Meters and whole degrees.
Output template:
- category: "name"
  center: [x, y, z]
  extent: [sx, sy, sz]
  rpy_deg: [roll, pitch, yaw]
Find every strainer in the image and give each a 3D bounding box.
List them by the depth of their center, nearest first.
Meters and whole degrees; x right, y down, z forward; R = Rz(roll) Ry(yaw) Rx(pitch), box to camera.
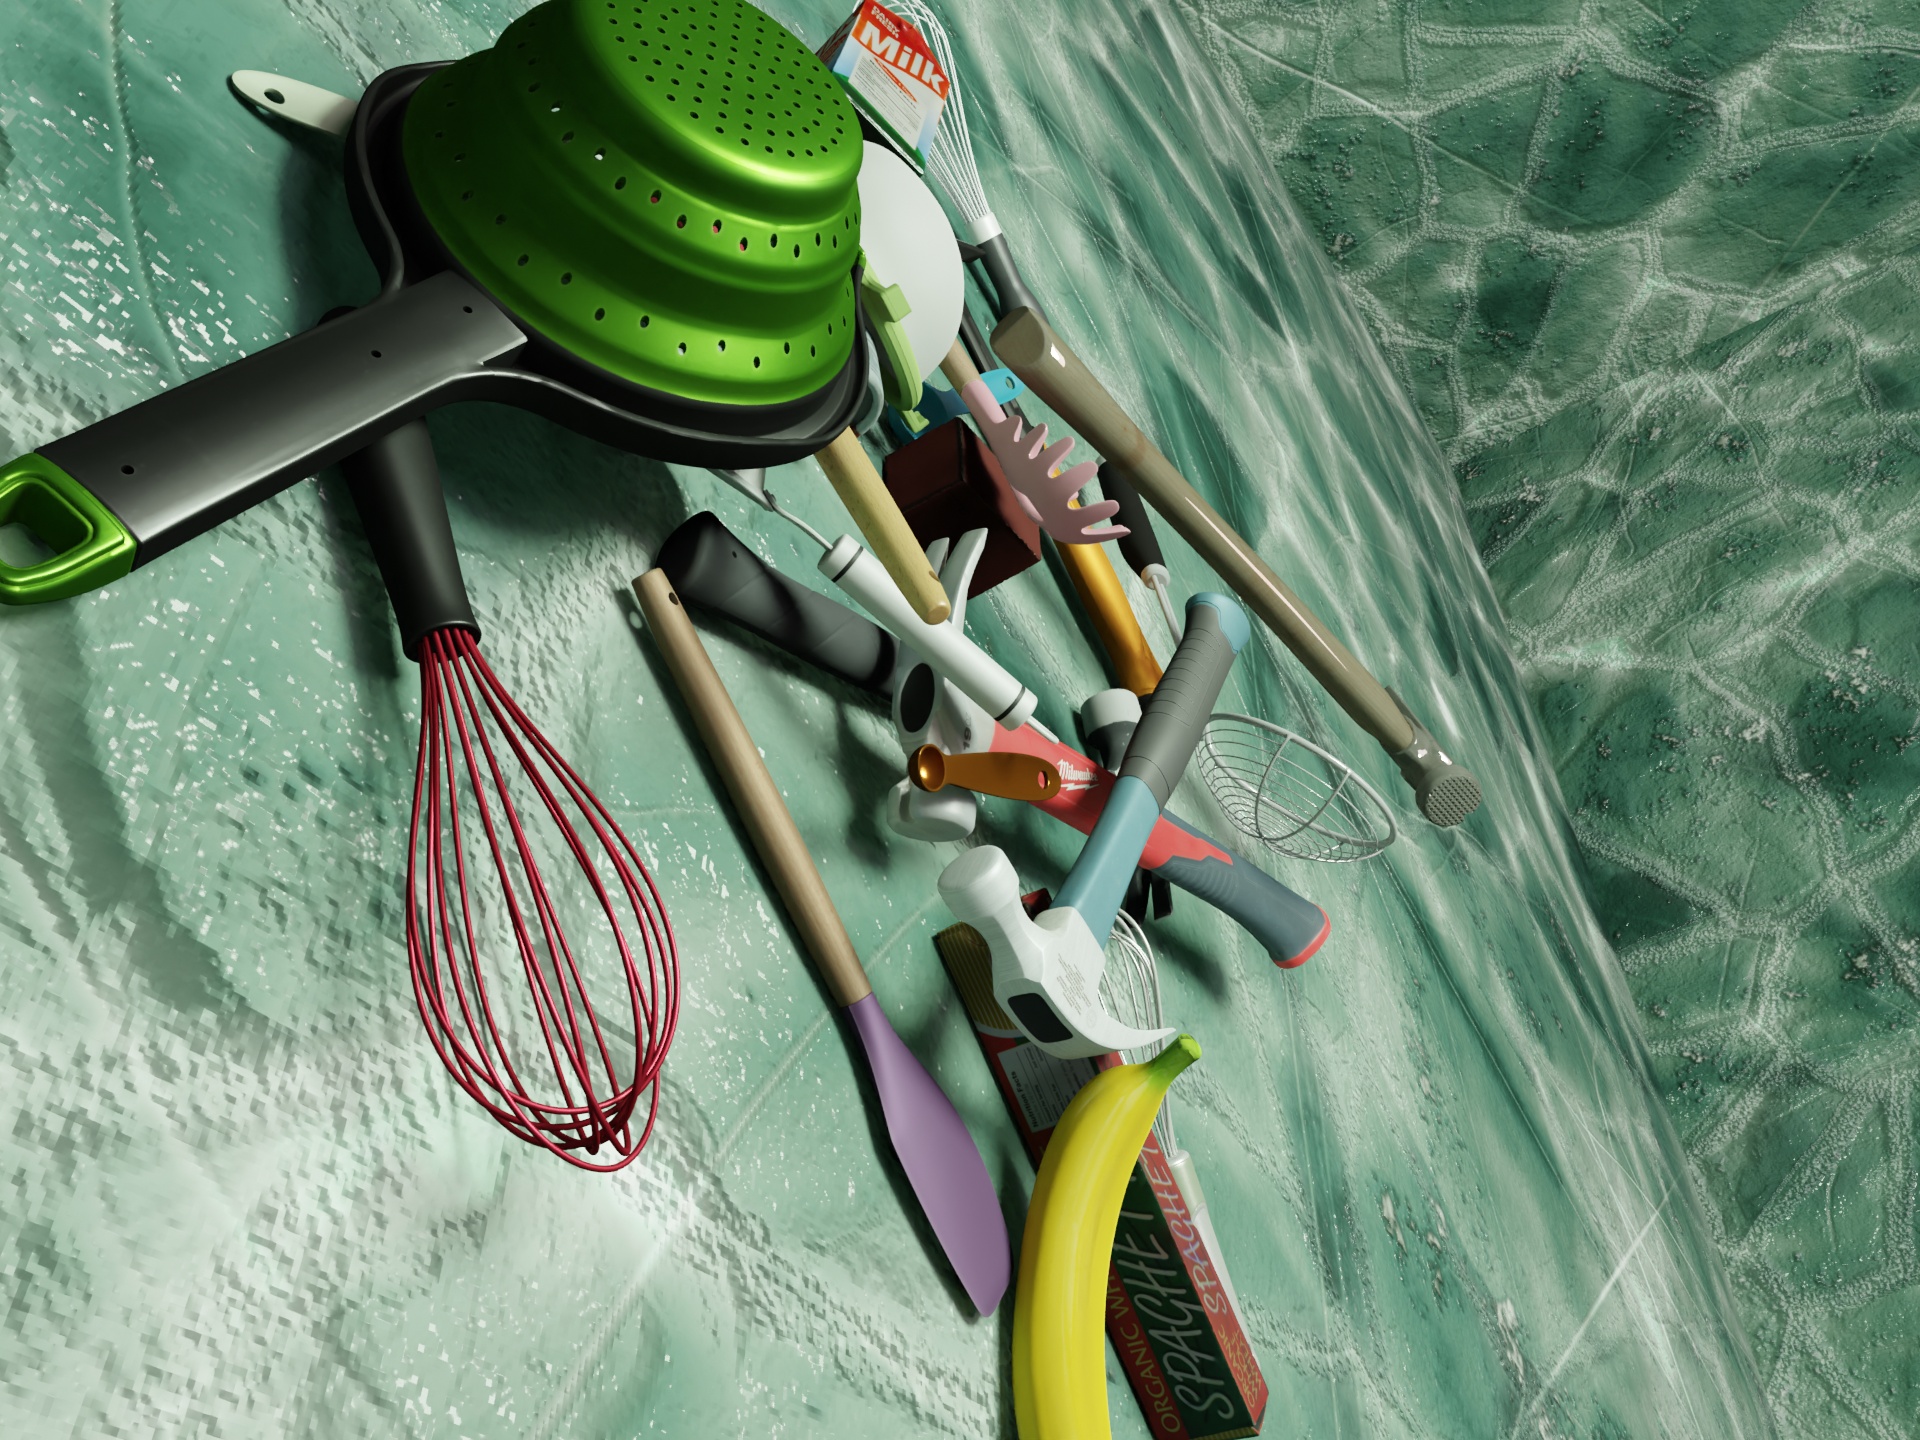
- category: "strainer"
  center: [-0.054, -0.073, 0.647]
  extent: [0.258, 0.050, 0.087]
  rpy_deg: [40, -1, -13]
- category: "strainer"
  center: [-0.069, -0.281, 0.816]
  extent: [0.256, 0.069, 0.151]
  rpy_deg: [57, -4, 12]

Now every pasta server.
- category: "pasta server"
  center: [0.003, -0.200, 0.872]
  extent: [0.317, 0.040, 0.060]
  rpy_deg: [62, 4, 36]

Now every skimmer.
- category: "skimmer"
  center: [0.166, -0.060, 1.003]
  extent: [0.127, 0.090, 0.364]
  rpy_deg: [51, 19, -47]

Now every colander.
- category: "colander"
  center: [-0.135, -0.154, 0.501]
  extent: [0.204, 0.094, 0.397]
  rpy_deg: [42, 40, -2]

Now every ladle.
- category: "ladle"
  center: [-0.073, -0.144, 0.654]
  extent: [0.069, 0.031, 0.316]
  rpy_deg: [30, 23, -49]

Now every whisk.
- category: "whisk"
  center: [-0.149, -0.006, 0.475]
  extent: [0.073, 0.073, 0.296]
  rpy_deg: [14, 48, -59]
- category: "whisk"
  center: [0.097, 0.205, 0.770]
  extent: [0.057, 0.059, 0.246]
  rpy_deg: [-14, 84, -53]
- category: "whisk"
  center: [0.002, -0.372, 1.106]
  extent: [0.284, 0.070, 0.070]
  rpy_deg: [62, 24, -17]

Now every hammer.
- category: "hammer"
  center: [0.086, 0.029, 0.747]
  extent: [0.128, 0.033, 0.331]
  rpy_deg: [60, 35, -19]
- category: "hammer"
  center: [-0.001, -0.003, 0.783]
  extent: [0.408, 0.036, 0.149]
  rpy_deg: [28, 44, -51]
- category: "hammer"
  center: [0.096, 0.043, 0.829]
  extent: [0.385, 0.038, 0.143]
  rpy_deg: [31, 58, -47]
- category: "hammer"
  center: [0.165, -0.096, 0.959]
  extent: [0.410, 0.038, 0.146]
  rpy_deg: [42, 14, -24]
- category: "hammer"
  center: [0.056, -0.153, 1.027]
  extent: [0.337, 0.034, 0.127]
  rpy_deg: [63, 20, -7]

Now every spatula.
- category: "spatula"
  center: [-0.051, 0.085, 0.621]
  extent: [0.316, 0.018, 0.060]
  rpy_deg: [64, 22, -5]

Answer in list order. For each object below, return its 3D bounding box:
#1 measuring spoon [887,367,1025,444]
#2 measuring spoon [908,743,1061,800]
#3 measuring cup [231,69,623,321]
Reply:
- category: "measuring spoon"
  center: [-0.003, -0.185, 0.930]
  extent: [0.128, 0.021, 0.042]
  rpy_deg: [-32, 98, -49]
- category: "measuring spoon"
  center: [0.011, 0.023, 0.676]
  extent: [0.116, 0.011, 0.021]
  rpy_deg: [9, 76, -57]
- category: "measuring cup"
  center: [-0.192, -0.196, 0.599]
  extent: [0.167, 0.038, 0.083]
  rpy_deg: [12, 53, -40]
